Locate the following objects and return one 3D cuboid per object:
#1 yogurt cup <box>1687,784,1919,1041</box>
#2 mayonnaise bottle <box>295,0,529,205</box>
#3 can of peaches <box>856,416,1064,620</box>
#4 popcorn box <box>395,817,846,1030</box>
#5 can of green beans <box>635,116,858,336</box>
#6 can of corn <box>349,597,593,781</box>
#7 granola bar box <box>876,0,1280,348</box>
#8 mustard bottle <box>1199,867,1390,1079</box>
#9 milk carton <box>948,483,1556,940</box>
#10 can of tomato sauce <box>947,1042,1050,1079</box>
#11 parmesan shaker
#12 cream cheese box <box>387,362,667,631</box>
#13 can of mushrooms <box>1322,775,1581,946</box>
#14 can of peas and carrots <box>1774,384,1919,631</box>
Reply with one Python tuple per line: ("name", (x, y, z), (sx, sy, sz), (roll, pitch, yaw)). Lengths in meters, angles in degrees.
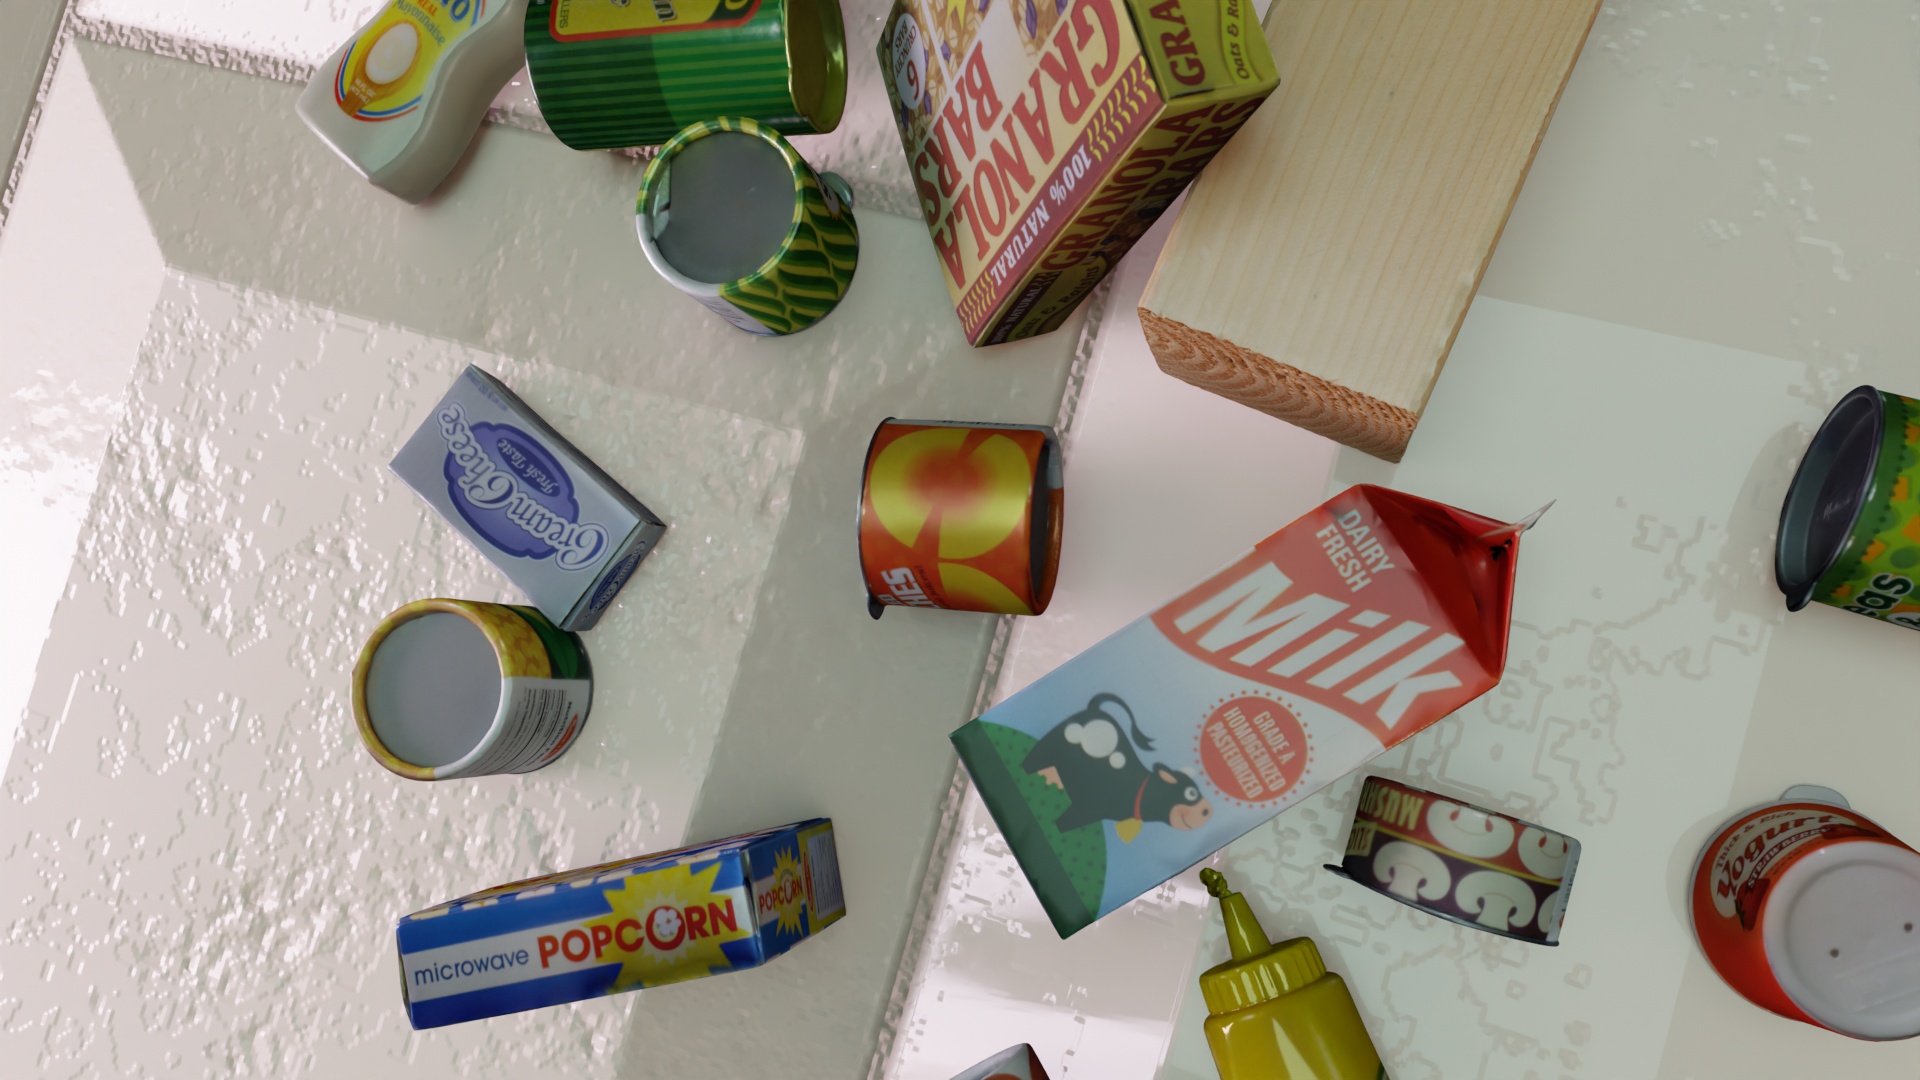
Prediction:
("yogurt cup", (0.256, 0.112, 0.406), (0.072, 0.054, 0.072), (-1, 84, 14))
("mayonnaise bottle", (-0.200, -0.211, 0.561), (0.065, 0.041, 0.148), (41, 94, 16))
("can of peaches", (0.002, -0.006, 0.475), (0.058, 0.071, 0.071), (3, 84, 13))
("popcorn box", (-0.113, 0.129, 0.477), (0.126, 0.085, 0.038), (-14, 82, 11))
("can of green beans", (-0.077, -0.115, 0.511), (0.071, 0.058, 0.071), (-2, 83, 13))
("can of corn", (-0.183, 0.054, 0.516), (0.071, 0.058, 0.071), (-2, 83, 13))
("granola bar box", (0.025, -0.150, 0.439), (0.039, 0.165, 0.124), (-13, 79, -21))
("mustard bottle", (0.111, 0.177, 0.430), (0.049, 0.065, 0.160), (-25, 75, 14))
("milk carton", (0.100, 0.044, 0.443), (0.190, 0.072, 0.073), (-32, 77, 8))
("can of tomato sauce", (0.017, 0.215, 0.446), (0.071, 0.071, 0.083), (-33, 77, 8))
("parmesan shaker", (-0.102, -0.181, 0.519), (0.103, 0.071, 0.071), (-1, 84, 13))
("cream cheese box", (-0.168, -0.017, 0.539), (0.104, 0.024, 0.053), (39, 94, 15))
("can of mushrooms", (0.151, 0.097, 0.427), (0.071, 0.071, 0.033), (16, 87, 15))
("can of peas and carrots", (0.283, -0.004, 0.407), (0.059, 0.071, 0.071), (17, 88, 14))
